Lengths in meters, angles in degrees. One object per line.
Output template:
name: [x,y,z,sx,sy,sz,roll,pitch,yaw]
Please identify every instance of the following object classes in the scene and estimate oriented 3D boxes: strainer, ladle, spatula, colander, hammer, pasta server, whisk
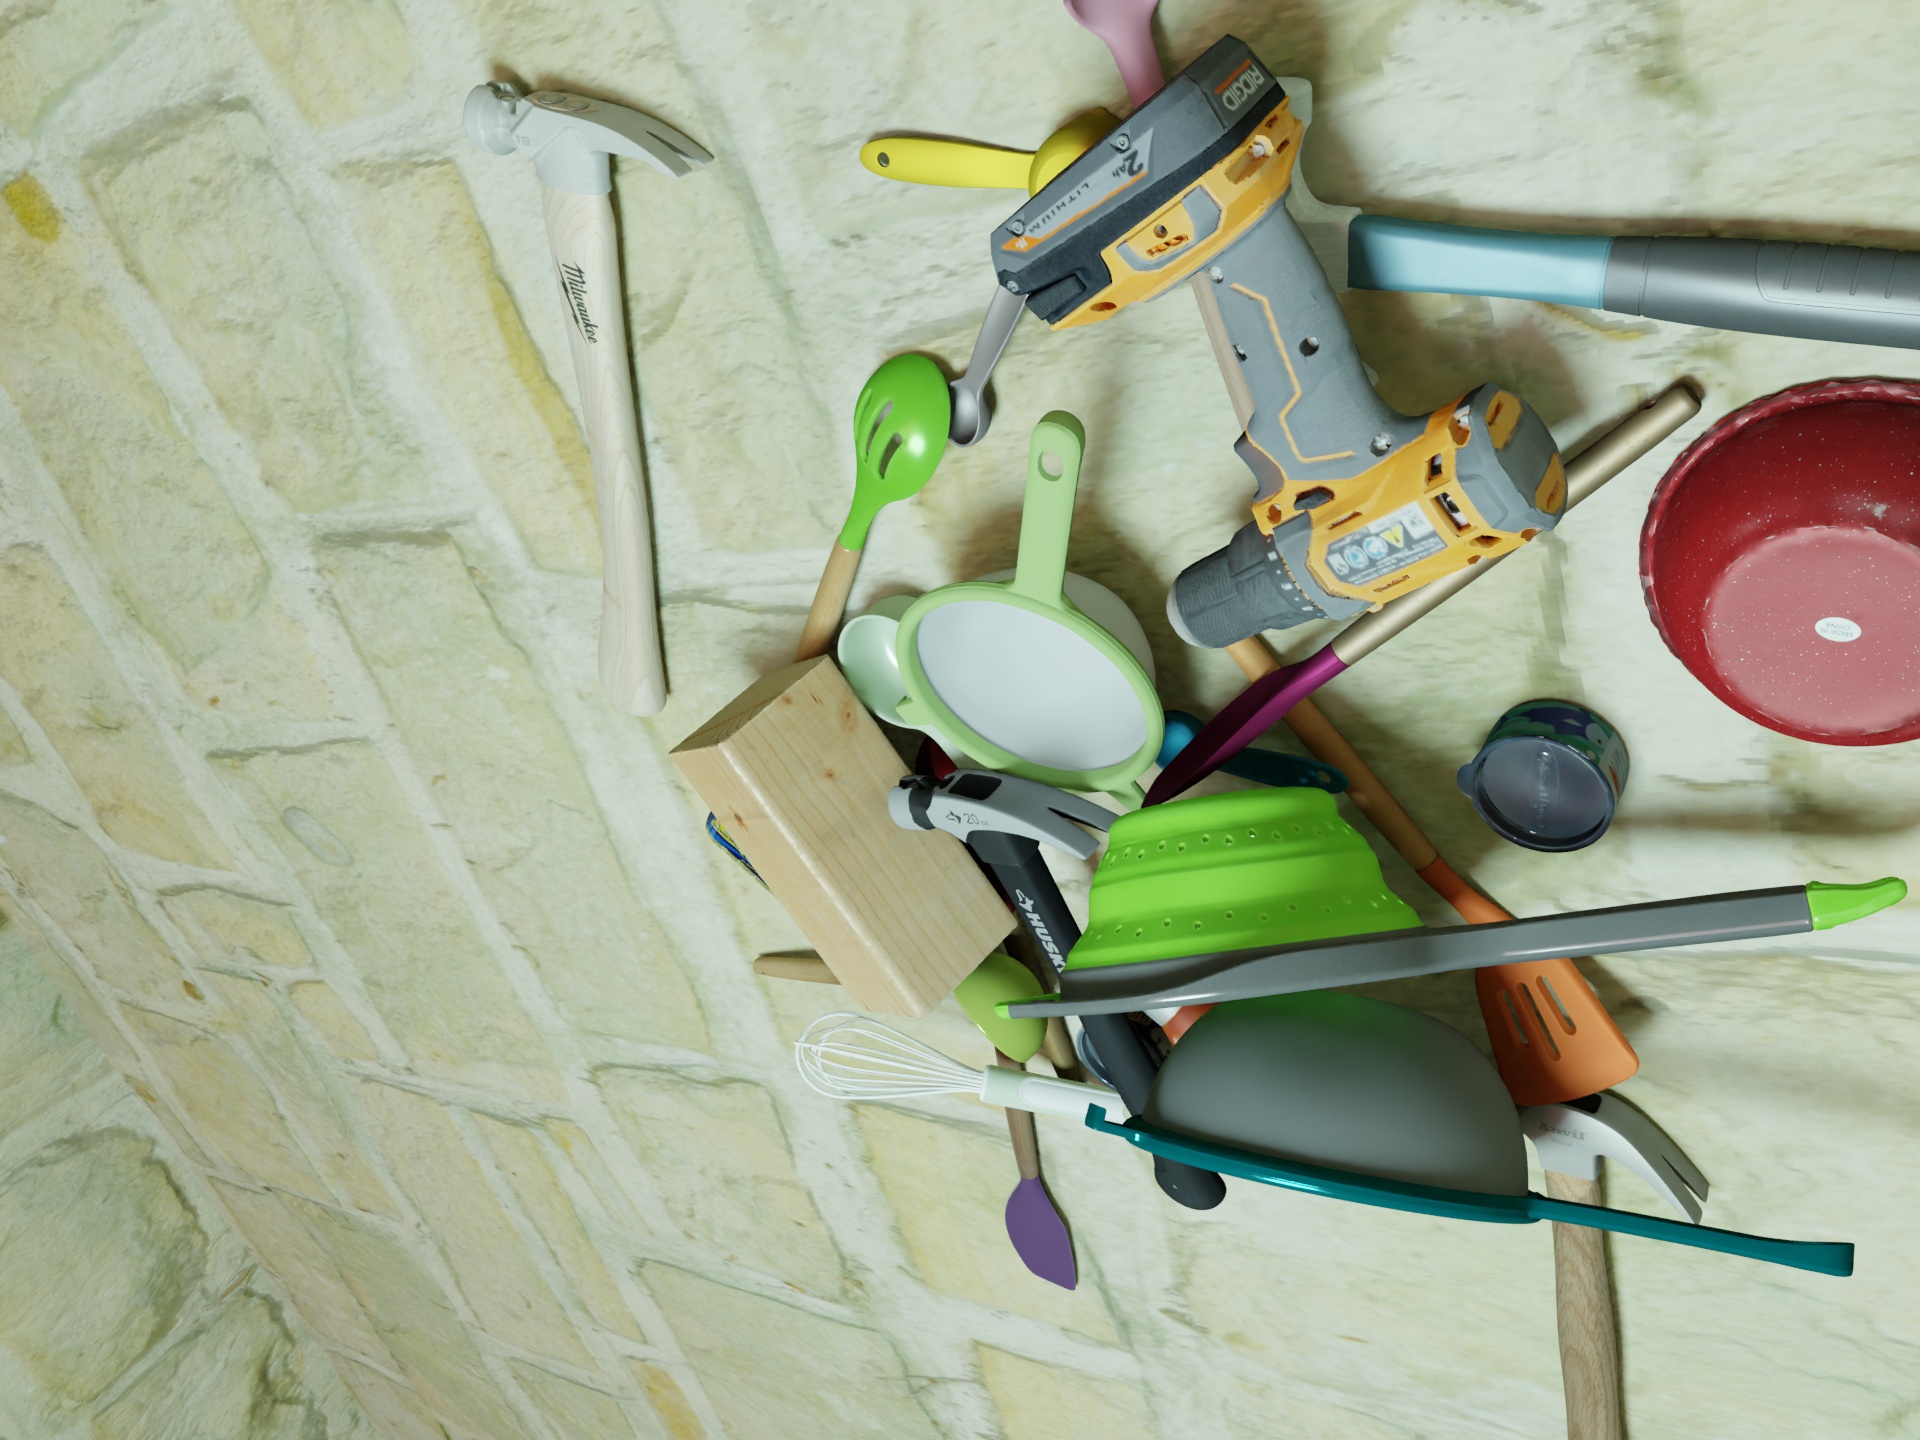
strainer: [0.247,0.191,0.781,0.340,0.210,0.095,2,79,34]
ladle: [0.036,0.143,1.030,0.069,0.031,0.315,4,126,39]
ladle: [-0.058,0.187,1.096,0.320,0.062,0.078,-6,138,50]
spatula: [0.218,0.059,0.807,0.322,0.041,0.081,49,139,-3]
colander: [0.204,0.070,0.736,0.397,0.204,0.094,-12,80,26]
hammer: [0.364,0.338,0.922,0.130,0.031,0.331,6,126,35]
hammer: [-0.204,-0.165,0.966,0.146,0.038,0.410,22,134,22]
pasta server: [0.095,-0.228,0.679,0.060,0.040,0.316,-22,115,5]
hammer: [0.084,0.168,0.937,0.146,0.035,0.334,0,127,47]
strainer: [0.048,-0.067,0.801,0.151,0.069,0.256,21,143,13]
spatula: [0.045,0.312,1.161,0.060,0.018,0.315,14,131,31]
hammer: [0.259,-0.169,0.600,0.331,0.033,0.128,15,130,29]
whisk: [0.009,0.240,1.061,0.246,0.058,0.059,11,166,2]

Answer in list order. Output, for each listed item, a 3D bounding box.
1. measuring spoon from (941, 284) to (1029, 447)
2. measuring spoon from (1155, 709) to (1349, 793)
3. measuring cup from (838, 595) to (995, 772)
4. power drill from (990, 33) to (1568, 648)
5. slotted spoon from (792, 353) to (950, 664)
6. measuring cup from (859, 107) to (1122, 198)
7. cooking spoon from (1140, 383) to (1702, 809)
measuring spoon: [0.021,-0.187,0.787,0.034,0.018,0.124,56,139,28]
measuring spoon: [0.151,0.017,0.827,0.129,0.021,0.042,12,129,45]
measuring cup: [-0.001,-0.003,0.935,0.167,0.038,0.083,49,138,-8]
power drill: [0.112,-0.135,0.658,0.226,0.084,0.185,49,138,-13]
slotted spoon: [-0.069,-0.085,0.926,0.070,0.031,0.313,57,146,24]
measuring cup: [0.014,-0.249,0.729,0.156,0.029,0.062,15,130,26]
cooking spoon: [0.192,-0.044,0.720,0.017,0.069,0.319,44,128,-5]
